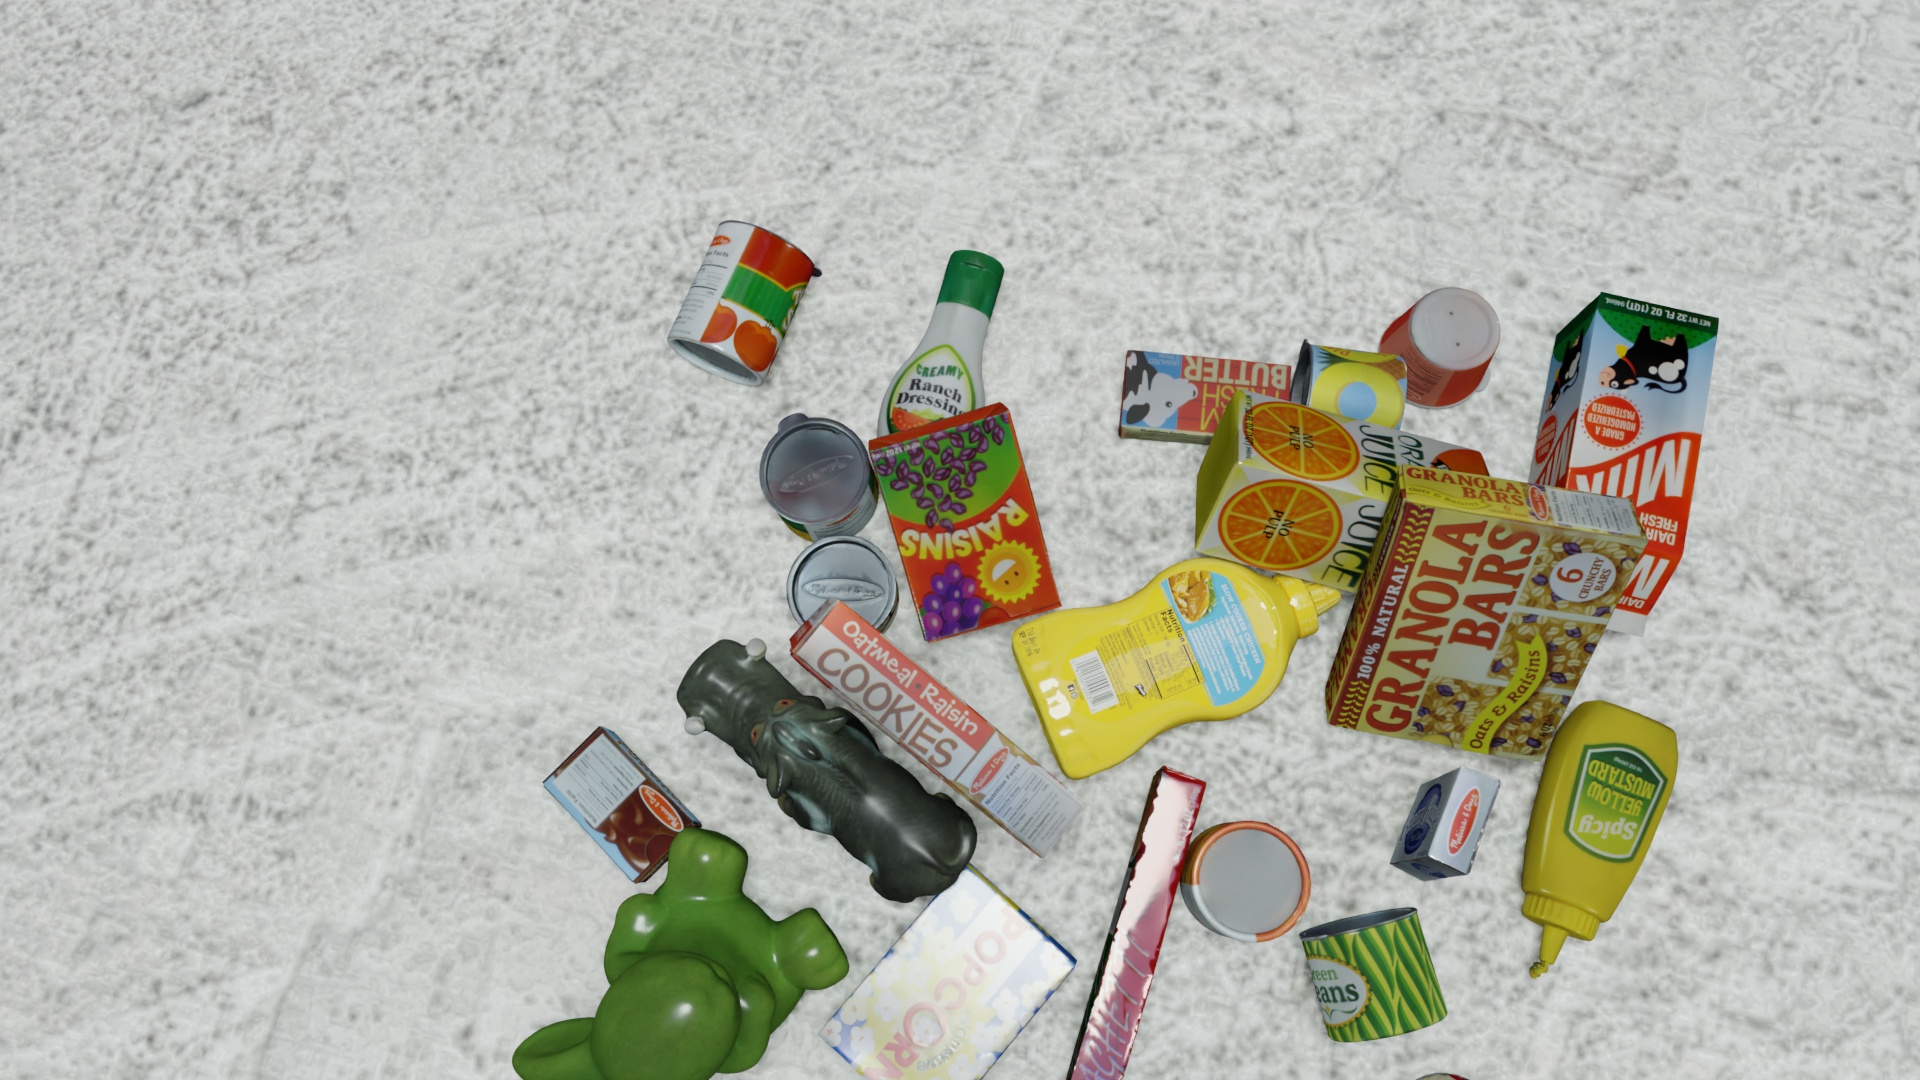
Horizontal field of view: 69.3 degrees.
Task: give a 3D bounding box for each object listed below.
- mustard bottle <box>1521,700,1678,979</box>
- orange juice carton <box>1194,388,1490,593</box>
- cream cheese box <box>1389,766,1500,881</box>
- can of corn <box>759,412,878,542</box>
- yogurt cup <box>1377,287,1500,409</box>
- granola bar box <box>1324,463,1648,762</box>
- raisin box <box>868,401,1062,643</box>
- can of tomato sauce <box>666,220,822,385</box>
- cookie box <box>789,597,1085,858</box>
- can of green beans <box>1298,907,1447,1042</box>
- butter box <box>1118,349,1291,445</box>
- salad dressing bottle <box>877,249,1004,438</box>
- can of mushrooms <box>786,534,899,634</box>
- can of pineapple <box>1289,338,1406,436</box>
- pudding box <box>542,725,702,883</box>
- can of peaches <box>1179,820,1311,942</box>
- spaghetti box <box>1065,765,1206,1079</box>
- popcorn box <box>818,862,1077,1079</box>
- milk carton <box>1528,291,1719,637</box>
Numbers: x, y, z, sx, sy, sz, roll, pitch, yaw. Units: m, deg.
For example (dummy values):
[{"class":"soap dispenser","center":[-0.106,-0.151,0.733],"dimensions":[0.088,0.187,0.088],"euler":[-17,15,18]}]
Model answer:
[{"class":"mustard bottle","center":[0.354,0.173,0.786],"dimensions":[0.065,0.048,0.160],"euler":[21,78,9]},{"class":"orange juice carton","center":[0.239,-0.017,0.806],"dimensions":[0.193,0.072,0.072],"euler":[15,43,-2]},{"class":"cream cheese box","center":[0.266,0.157,0.765],"dimensions":[0.024,0.103,0.053],"euler":[24,78,12]},{"class":"can of corn","center":[-0.086,-0.037,0.849],"dimensions":[0.071,0.058,0.071],"euler":[-1,77,2]},{"class":"yogurt cup","center":[0.297,-0.121,0.857],"dimensions":[0.072,0.054,0.072],"euler":[-1,76,3]},{"class":"granola bar box","center":[0.283,0.044,0.768],"dimensions":[0.124,0.164,0.039],"euler":[9,37,4]},{"class":"raisin box","center":[0.003,-0.010,0.823],"dimensions":[0.086,0.040,0.123],"euler":[-16,105,-2]},{"class":"can of tomato sauce","center":[-0.136,-0.148,0.874],"dimensions":[0.071,0.071,0.083],"euler":[21,79,7]},{"class":"cookie box","center":[-0.019,0.098,0.761],"dimensions":[0.167,0.123,0.040],"euler":[40,83,-4]},{"class":"can of green beans","center":[0.227,0.239,0.766],"dimensions":[0.071,0.071,0.058],"euler":[-13,77,-1]},{"class":"butter box","center":[0.153,-0.087,0.869],"dimensions":[0.103,0.024,0.053],"euler":[6,77,4]},{"class":"salad dressing bottle","center":[-0.009,-0.109,0.870],"dimensions":[0.064,0.044,0.148],"euler":[15,77,5]},{"class":"can of mushrooms","center":[-0.071,0.034,0.844],"dimensions":[0.071,0.033,0.071],"euler":[0,76,1]},{"class":"can of pineapple","center":[0.234,-0.086,0.844],"dimensions":[0.058,0.071,0.071],"euler":[8,77,3]},{"class":"pudding box","center":[-0.200,0.156,0.821],"dimensions":[0.084,0.030,0.050],"euler":[43,81,11]},{"class":"can of peaches","center":[0.161,0.190,0.784],"dimensions":[0.071,0.058,0.071],"euler":[-1,77,3]},{"class":"spaghetti box","center":[0.089,0.251,0.777],"dimensions":[0.029,0.050,0.250],"euler":[17,78,7]},{"class":"popcorn box","center":[-0.006,0.257,0.784],"dimensions":[0.085,0.038,0.127],"euler":[41,81,10]},{"class":"milk carton","center":[0.385,-0.042,0.824],"dimensions":[0.072,0.073,0.191],"euler":[14,78,5]}]
